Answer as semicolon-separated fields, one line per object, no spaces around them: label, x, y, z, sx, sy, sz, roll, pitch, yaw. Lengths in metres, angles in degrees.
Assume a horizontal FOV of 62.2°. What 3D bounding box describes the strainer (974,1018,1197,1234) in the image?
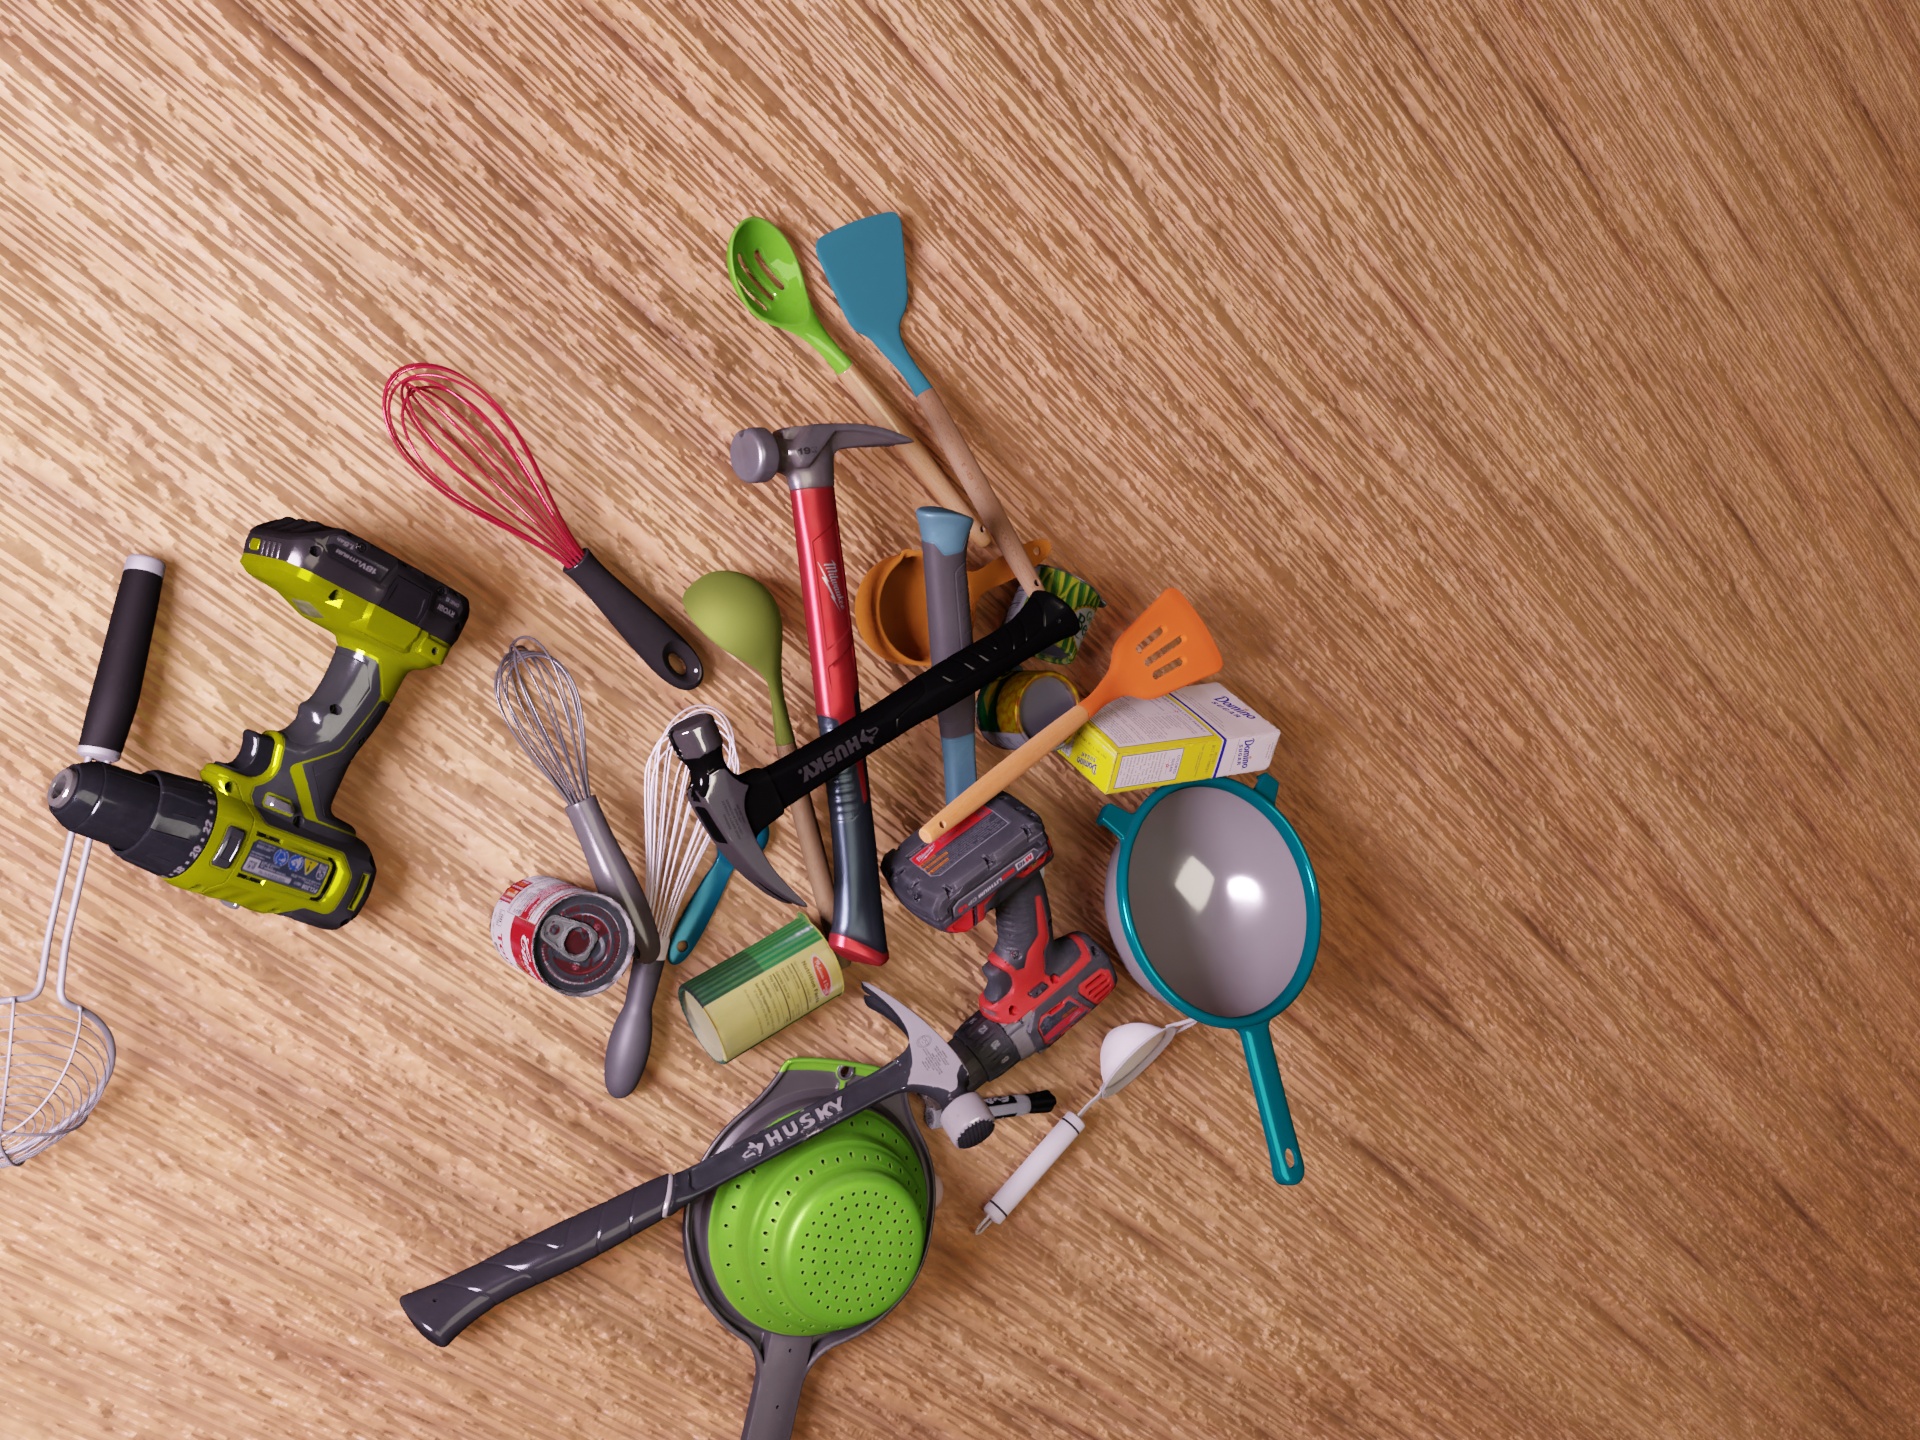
strainer;0.098;0.328;1.328;0.258;0.050;0.086;-45;157;-17

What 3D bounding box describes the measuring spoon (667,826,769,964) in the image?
measuring spoon;-0.176;0.121;1.160;0.042;0.021;0.129;35;73;-28

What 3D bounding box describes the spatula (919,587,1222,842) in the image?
spatula;0.084;0.003;1.229;0.322;0.041;0.081;-37;97;-36

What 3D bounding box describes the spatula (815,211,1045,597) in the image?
spatula;-0.011;-0.232;1.216;0.082;0.044;0.317;-31;92;-32

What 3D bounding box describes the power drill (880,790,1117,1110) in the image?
power drill;0.017;0.184;1.229;0.188;0.080;0.226;-36;128;-17

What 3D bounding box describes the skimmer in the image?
skimmer;-0.533;0.080;0.930;0.127;0.090;0.363;24;67;-51

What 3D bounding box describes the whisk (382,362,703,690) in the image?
whisk;-0.273;-0.123;1.075;0.073;0.073;0.295;-52;122;-19

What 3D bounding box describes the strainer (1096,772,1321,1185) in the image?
strainer;0.211;0.218;1.334;0.211;0.095;0.340;-9;81;-33

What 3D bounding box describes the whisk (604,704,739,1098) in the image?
whisk;-0.211;0.128;1.123;0.070;0.070;0.284;14;89;-31

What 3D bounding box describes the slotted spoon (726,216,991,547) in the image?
slotted spoon;-0.073;-0.247;1.210;0.313;0.031;0.070;48;53;-26

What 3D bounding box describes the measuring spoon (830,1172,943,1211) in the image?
measuring spoon;-0.064;0.371;1.240;0.124;0.018;0.034;7;88;-32

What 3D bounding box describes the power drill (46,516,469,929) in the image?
power drill;-0.412;-0.002;0.955;0.190;0.080;0.228;35;72;-49

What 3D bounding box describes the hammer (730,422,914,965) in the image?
hammer;-0.076;-0.017;1.142;0.143;0.038;0.386;-12;98;-42

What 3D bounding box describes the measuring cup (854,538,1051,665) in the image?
measuring cup;-0.006;-0.104;1.243;0.173;0.052;0.095;-30;107;-30

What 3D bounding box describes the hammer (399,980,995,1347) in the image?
hammer;-0.187;0.317;1.109;0.409;0.149;0.036;-23;140;-17

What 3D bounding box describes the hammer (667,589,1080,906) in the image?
hammer;-0.039;-0.002;1.117;0.335;0.035;0.146;-32;109;-31

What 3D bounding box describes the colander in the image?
colander;-0.111;0.454;1.163;0.204;0.094;0.397;14;86;-26

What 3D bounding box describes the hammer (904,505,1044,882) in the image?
hammer;-0.002;-0.004;1.210;0.128;0.033;0.330;-17;116;-27

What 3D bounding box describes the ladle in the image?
ladle;-0.135;0.042;1.174;0.062;0.078;0.320;-9;109;12

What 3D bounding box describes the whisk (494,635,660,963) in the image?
whisk;-0.254;0.055;1.076;0.055;0.055;0.239;-26;97;-29
